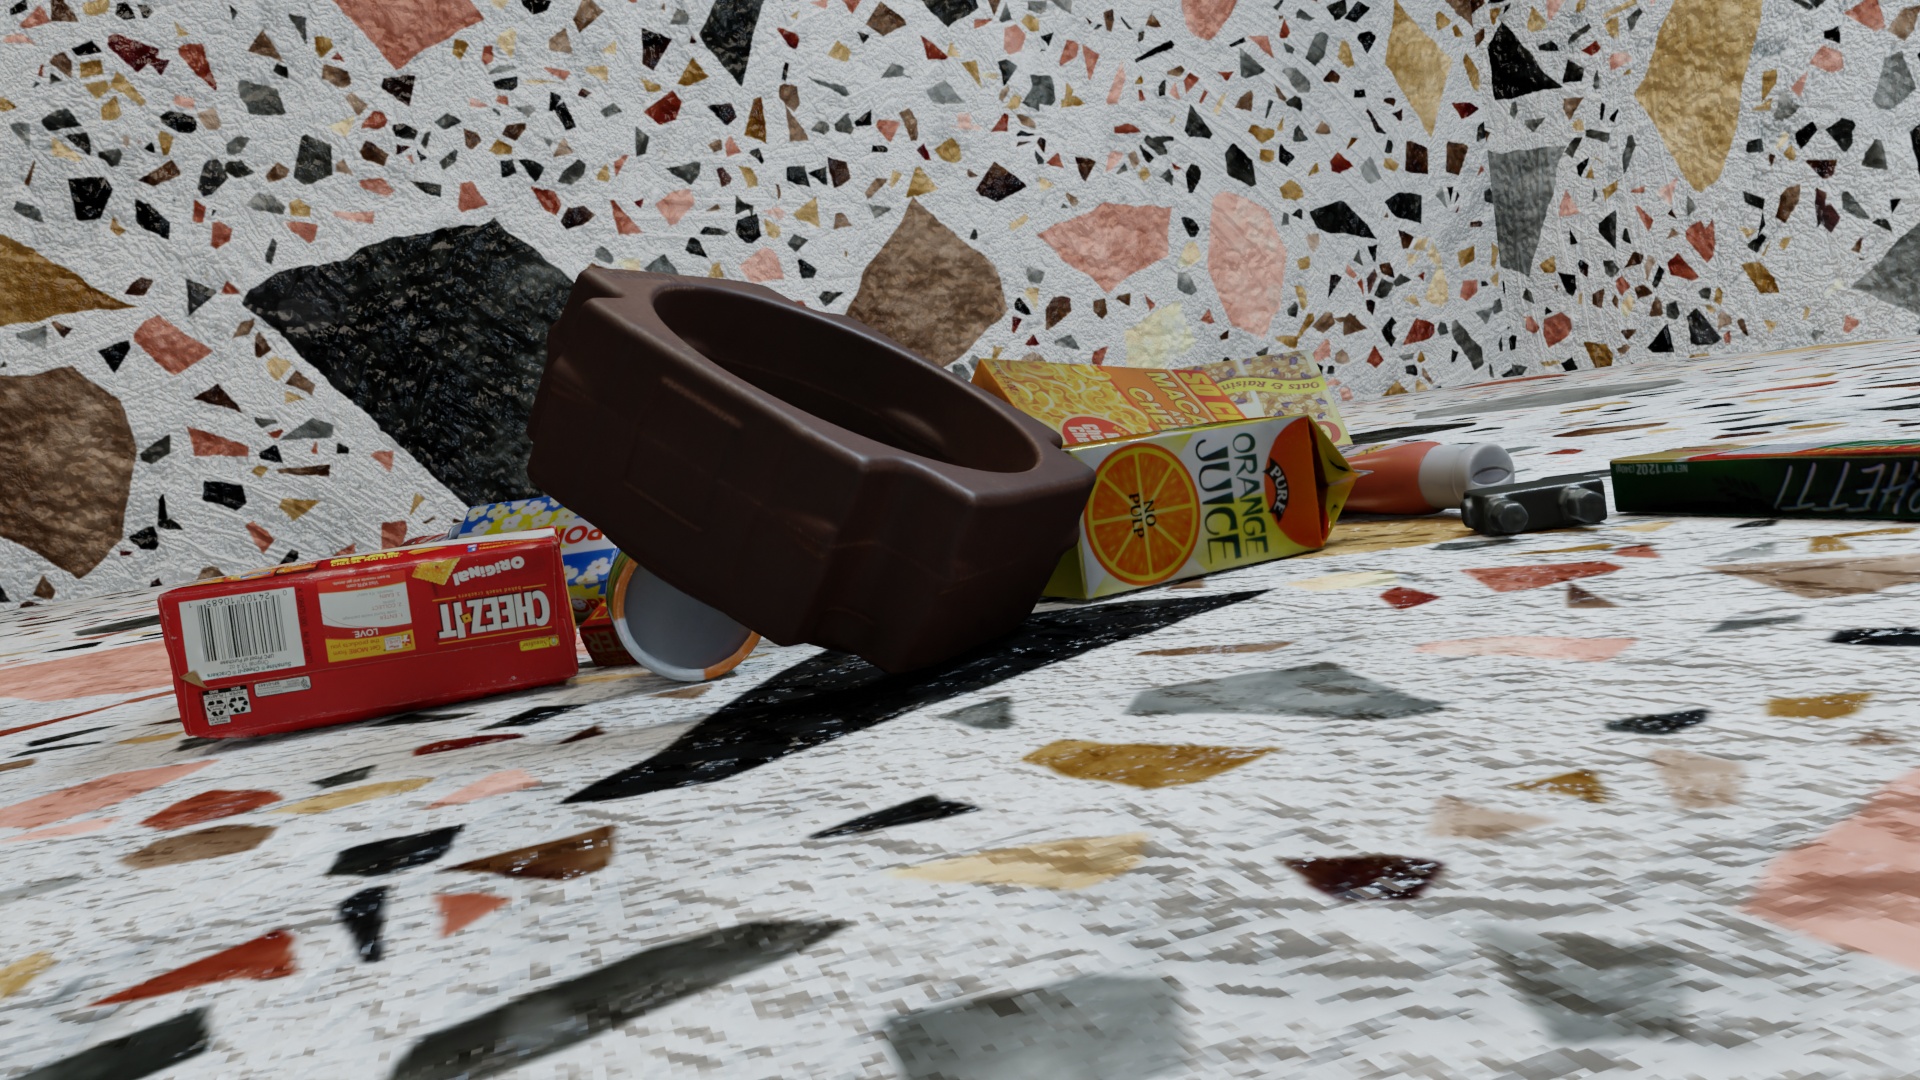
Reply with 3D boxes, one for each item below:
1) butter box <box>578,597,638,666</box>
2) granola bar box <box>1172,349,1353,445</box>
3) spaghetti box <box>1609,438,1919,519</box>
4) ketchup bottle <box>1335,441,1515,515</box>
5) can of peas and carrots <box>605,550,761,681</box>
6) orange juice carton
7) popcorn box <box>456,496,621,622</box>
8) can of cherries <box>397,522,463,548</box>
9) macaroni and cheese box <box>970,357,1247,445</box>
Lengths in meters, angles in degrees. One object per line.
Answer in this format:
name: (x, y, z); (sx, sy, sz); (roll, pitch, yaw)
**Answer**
butter box: (-0.141, 0.023, 0.697); (0.053, 0.024, 0.104); (-5, 29, 24)
granola bar box: (0.199, -0.081, 1.051); (0.166, 0.038, 0.125); (-8, 47, -1)
spaghetti box: (0.387, -0.027, 0.582); (0.050, 0.028, 0.250); (-10, 5, -19)
ketchup bottle: (0.258, -0.036, 0.821); (0.065, 0.043, 0.148); (-10, 6, -24)
can of peas and carrots: (-0.119, 0.023, 0.608); (0.071, 0.071, 0.058); (-10, 6, -16)
orange juice carton: (0.119, -0.022, 0.719); (0.193, 0.073, 0.071); (-10, 5, -29)
popcorn box: (-0.267, 0.013, 0.900); (0.127, 0.038, 0.085); (-7, 45, 12)
can of cherries: (-0.359, 0.024, 0.974); (0.058, 0.071, 0.072); (-5, 6, 37)
macaroni and cheese box: (0.101, -0.056, 0.819); (0.167, 0.040, 0.124); (-1, 39, -29)
